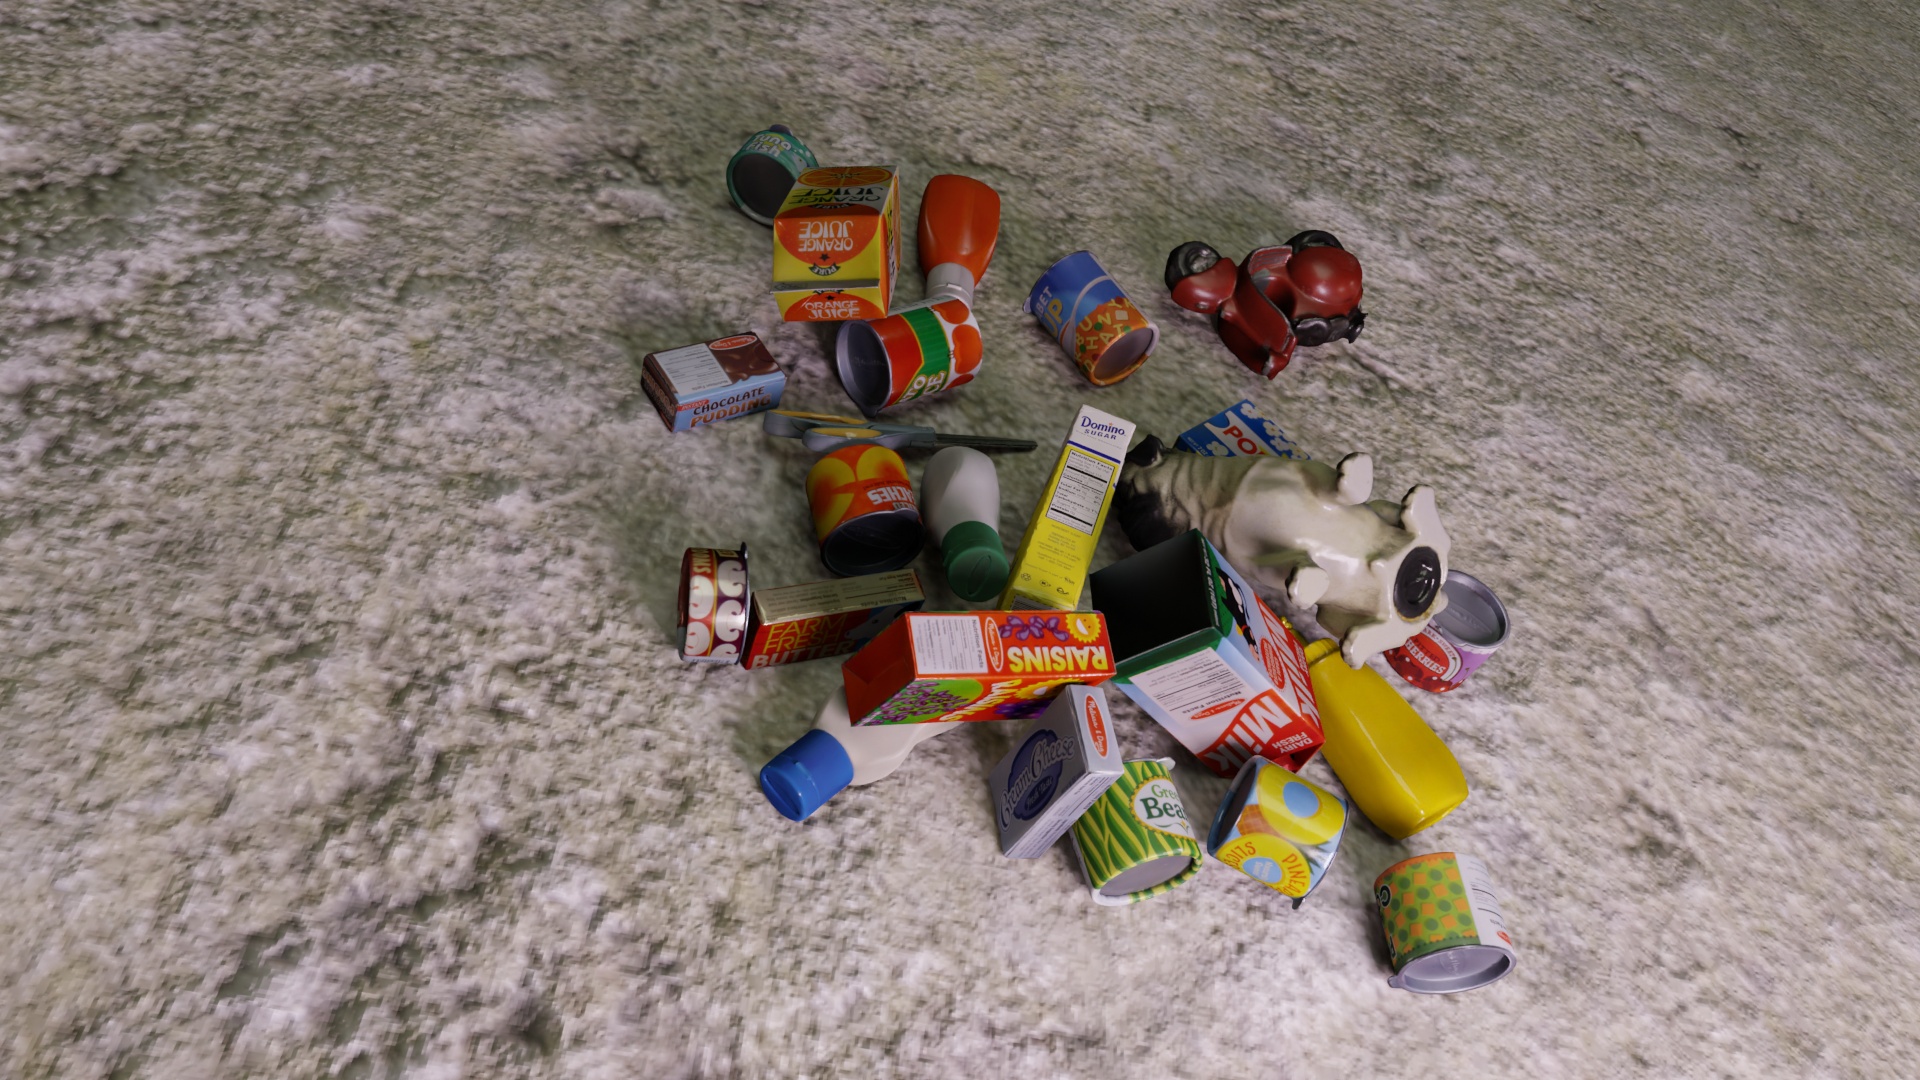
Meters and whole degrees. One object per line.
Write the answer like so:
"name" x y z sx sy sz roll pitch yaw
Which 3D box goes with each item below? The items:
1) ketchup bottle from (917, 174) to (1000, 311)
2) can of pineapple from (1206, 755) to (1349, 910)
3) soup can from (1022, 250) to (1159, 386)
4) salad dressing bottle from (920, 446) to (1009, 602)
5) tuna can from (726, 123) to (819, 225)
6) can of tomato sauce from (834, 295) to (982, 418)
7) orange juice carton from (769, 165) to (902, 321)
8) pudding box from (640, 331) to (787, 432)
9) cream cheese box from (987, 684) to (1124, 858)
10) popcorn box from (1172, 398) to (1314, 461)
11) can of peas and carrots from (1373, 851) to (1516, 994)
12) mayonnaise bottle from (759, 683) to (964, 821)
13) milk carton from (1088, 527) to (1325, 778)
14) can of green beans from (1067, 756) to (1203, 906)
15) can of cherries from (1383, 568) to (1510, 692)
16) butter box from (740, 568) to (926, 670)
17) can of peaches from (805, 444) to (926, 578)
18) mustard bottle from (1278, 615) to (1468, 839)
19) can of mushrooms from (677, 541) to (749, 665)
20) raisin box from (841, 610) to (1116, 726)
"ketchup bottle" -0.004 -0.225 1.083 0.065 0.043 0.149 14 48 -9
"can of pineapple" 0.182 0.167 0.803 0.058 0.070 0.071 27 47 3
"soup can" 0.099 -0.167 1.060 0.071 0.071 0.084 -18 60 -33
"salad dressing bottle" 0.003 -0.011 0.862 0.044 0.064 0.148 19 22 -14
"tuna can" -0.142 -0.277 1.055 0.071 0.070 0.033 26 48 2
"can of tomato sauce" -0.035 -0.130 0.975 0.083 0.070 0.071 -21 61 -35
"orange juice carton" -0.083 -0.202 0.960 0.072 0.072 0.193 -1 27 3
"pudding box" -0.164 -0.107 0.928 0.084 0.030 0.050 -19 59 -33
"cream cheese box" 0.050 0.128 0.759 0.024 0.103 0.053 8 50 -24
"popcorn box" 0.222 -0.037 1.013 0.085 0.038 0.127 -28 66 -36
"can of peas and carrots" 0.273 0.220 0.795 0.071 0.070 0.059 9 48 -14
"mayonnaise bottle" -0.048 0.102 0.786 0.065 0.041 0.149 46 51 12
"milk carton" 0.158 0.080 0.830 0.190 0.073 0.073 42 33 -40
"can of green beans" 0.094 0.162 0.772 0.071 0.071 0.058 -2 52 -23
"can of cherries" 0.331 0.064 0.955 0.071 0.058 0.072 11 49 -13
"butter box" -0.077 0.046 0.815 0.104 0.052 0.024 -8 58 -26
"can of peaches" -0.058 -0.020 0.867 0.071 0.070 0.058 -1 51 -22
"mustard bottle" 0.253 0.112 0.889 0.065 0.048 0.161 -13 55 -32
"can of mushrooms" -0.141 0.035 0.788 0.033 0.070 0.071 4 50 -16
"raisin box" 0.009 0.069 0.754 0.123 0.085 0.040 2 65 -28
